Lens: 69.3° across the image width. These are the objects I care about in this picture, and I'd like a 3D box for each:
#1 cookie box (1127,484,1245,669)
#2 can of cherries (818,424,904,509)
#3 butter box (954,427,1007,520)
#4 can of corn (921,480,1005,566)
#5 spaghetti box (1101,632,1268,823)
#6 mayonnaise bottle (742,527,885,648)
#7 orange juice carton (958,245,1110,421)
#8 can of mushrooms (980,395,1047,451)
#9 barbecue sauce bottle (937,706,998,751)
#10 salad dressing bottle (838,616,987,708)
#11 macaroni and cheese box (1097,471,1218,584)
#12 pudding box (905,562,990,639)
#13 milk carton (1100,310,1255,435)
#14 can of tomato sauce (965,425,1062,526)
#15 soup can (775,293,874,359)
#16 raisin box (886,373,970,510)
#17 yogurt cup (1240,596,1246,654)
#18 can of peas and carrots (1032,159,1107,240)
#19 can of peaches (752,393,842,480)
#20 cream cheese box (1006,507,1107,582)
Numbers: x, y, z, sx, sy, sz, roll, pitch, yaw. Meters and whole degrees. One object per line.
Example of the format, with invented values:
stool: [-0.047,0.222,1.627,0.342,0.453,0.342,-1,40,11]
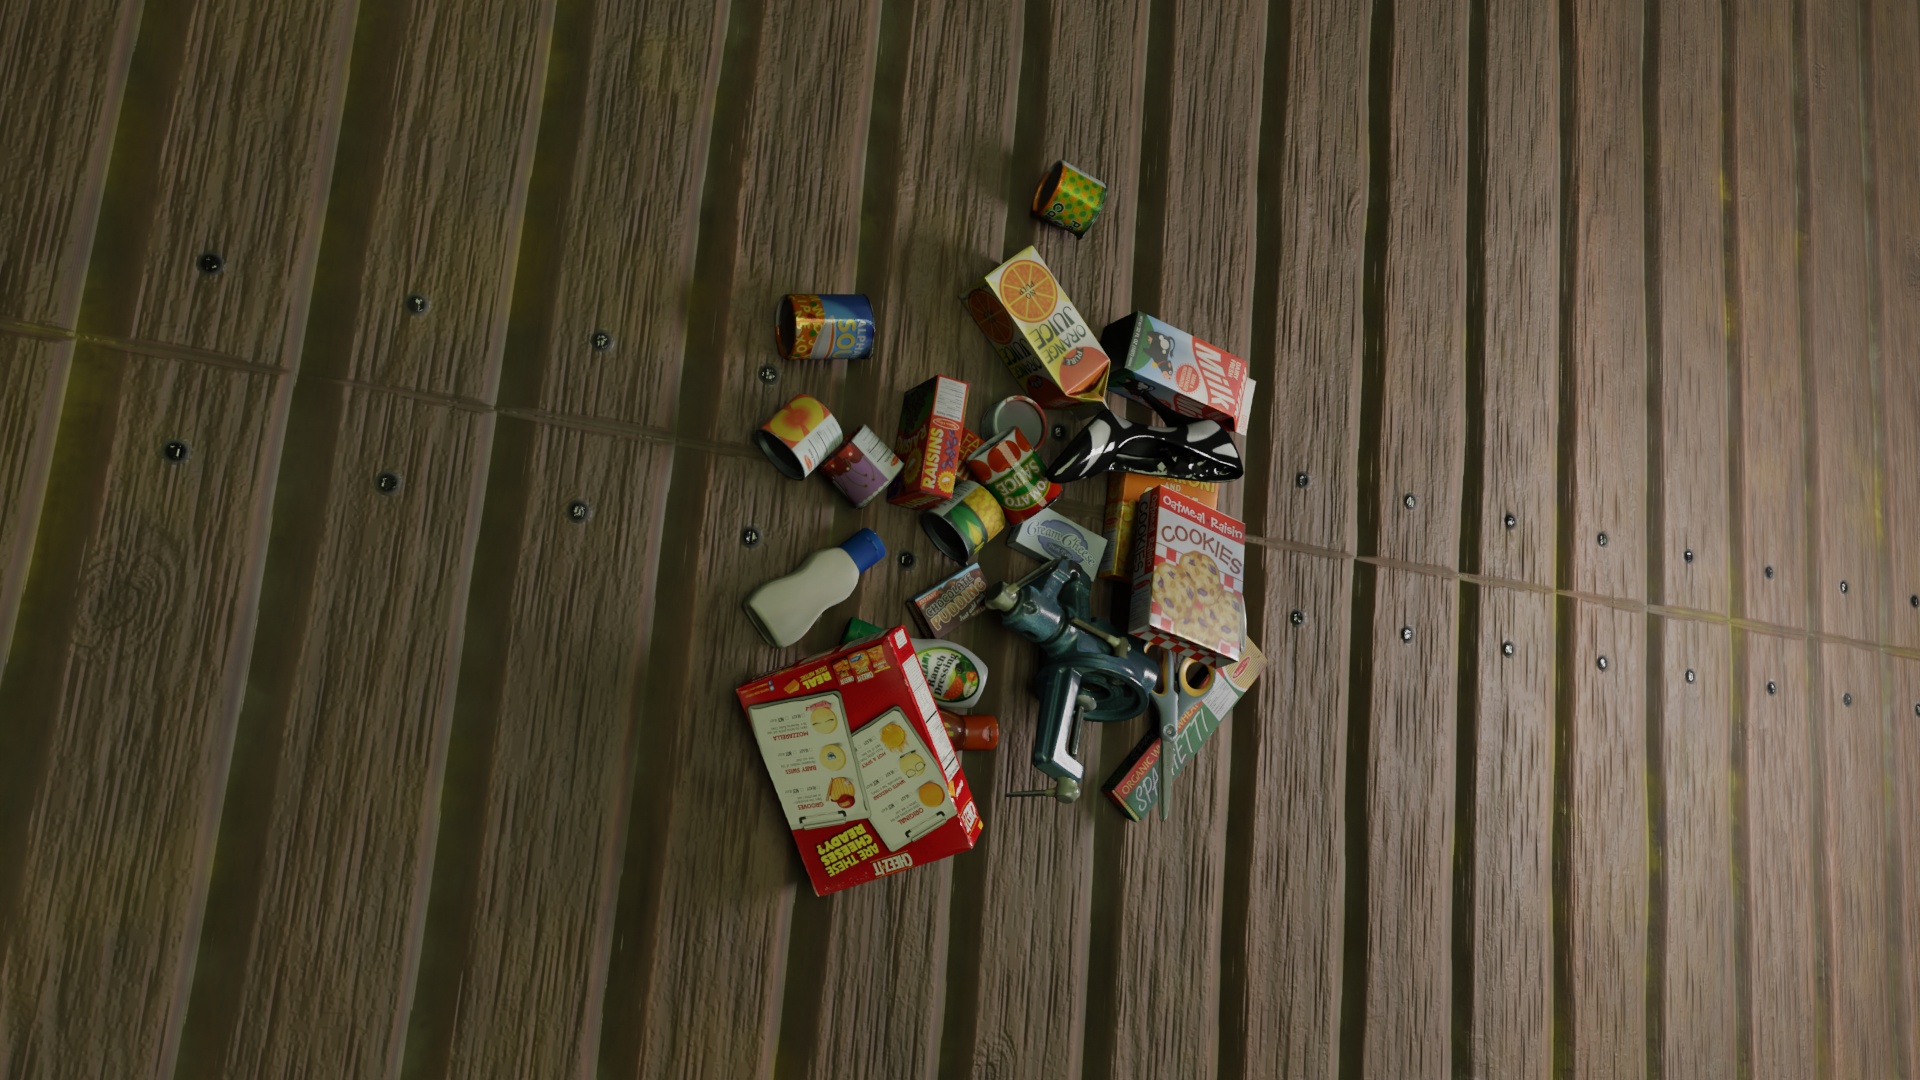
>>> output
cookie box: [0.242,0.038,1.480,0.123,0.040,0.168,23,59,-25]
can of cherries: [-0.102,-0.073,1.391,0.058,0.071,0.072,45,68,-12]
butter box: [0.027,-0.070,1.472,0.103,0.024,0.053,35,71,-17]
can of corn: [0.005,-0.018,1.432,0.058,0.071,0.071,-41,101,-24]
spaghetti box: [0.250,0.204,1.535,0.251,0.028,0.050,-45,102,-23]
mayonnaise bottle: [-0.140,0.042,1.370,0.149,0.041,0.064,-37,101,-26]
orange juice carton: [0.090,-0.212,1.496,0.073,0.071,0.192,-39,99,-23]
can of mushrooms: [0.060,-0.120,1.490,0.071,0.033,0.071,4,80,-24]
barbecue sauce bottle: [-0.035,0.193,1.395,0.149,0.043,0.065,4,85,-25]
salad dressing bottle: [-0.048,0.120,1.388,0.148,0.044,0.064,23,87,-8]
macaroni and cheese box: [0.223,-0.031,1.550,0.124,0.040,0.166,12,78,-23]
pudding box: [-0.009,0.063,1.433,0.084,0.030,0.049,-30,95,-26]
milk carton: [0.251,-0.183,1.566,0.190,0.073,0.072,20,75,-22]
can of tomato sauce: [0.055,-0.067,1.431,0.071,0.071,0.083,-40,100,-24]
soup can: [-0.135,-0.212,1.392,0.084,0.071,0.071,-5,85,-25]
raisin box: [-0.033,-0.098,1.414,0.040,0.086,0.123,14,77,-25]
yogurt cup: [0.287,0.091,1.543,0.054,0.072,0.072,-3,82,18]
can of peas and carrots: [0.119,-0.376,1.536,0.059,0.071,0.071,24,74,-20]
can of peaches: [-0.160,-0.103,1.368,0.058,0.071,0.071,-46,103,-23]
cream cheese box: [0.104,0.001,1.499,0.104,0.024,0.053,27,71,-20]
